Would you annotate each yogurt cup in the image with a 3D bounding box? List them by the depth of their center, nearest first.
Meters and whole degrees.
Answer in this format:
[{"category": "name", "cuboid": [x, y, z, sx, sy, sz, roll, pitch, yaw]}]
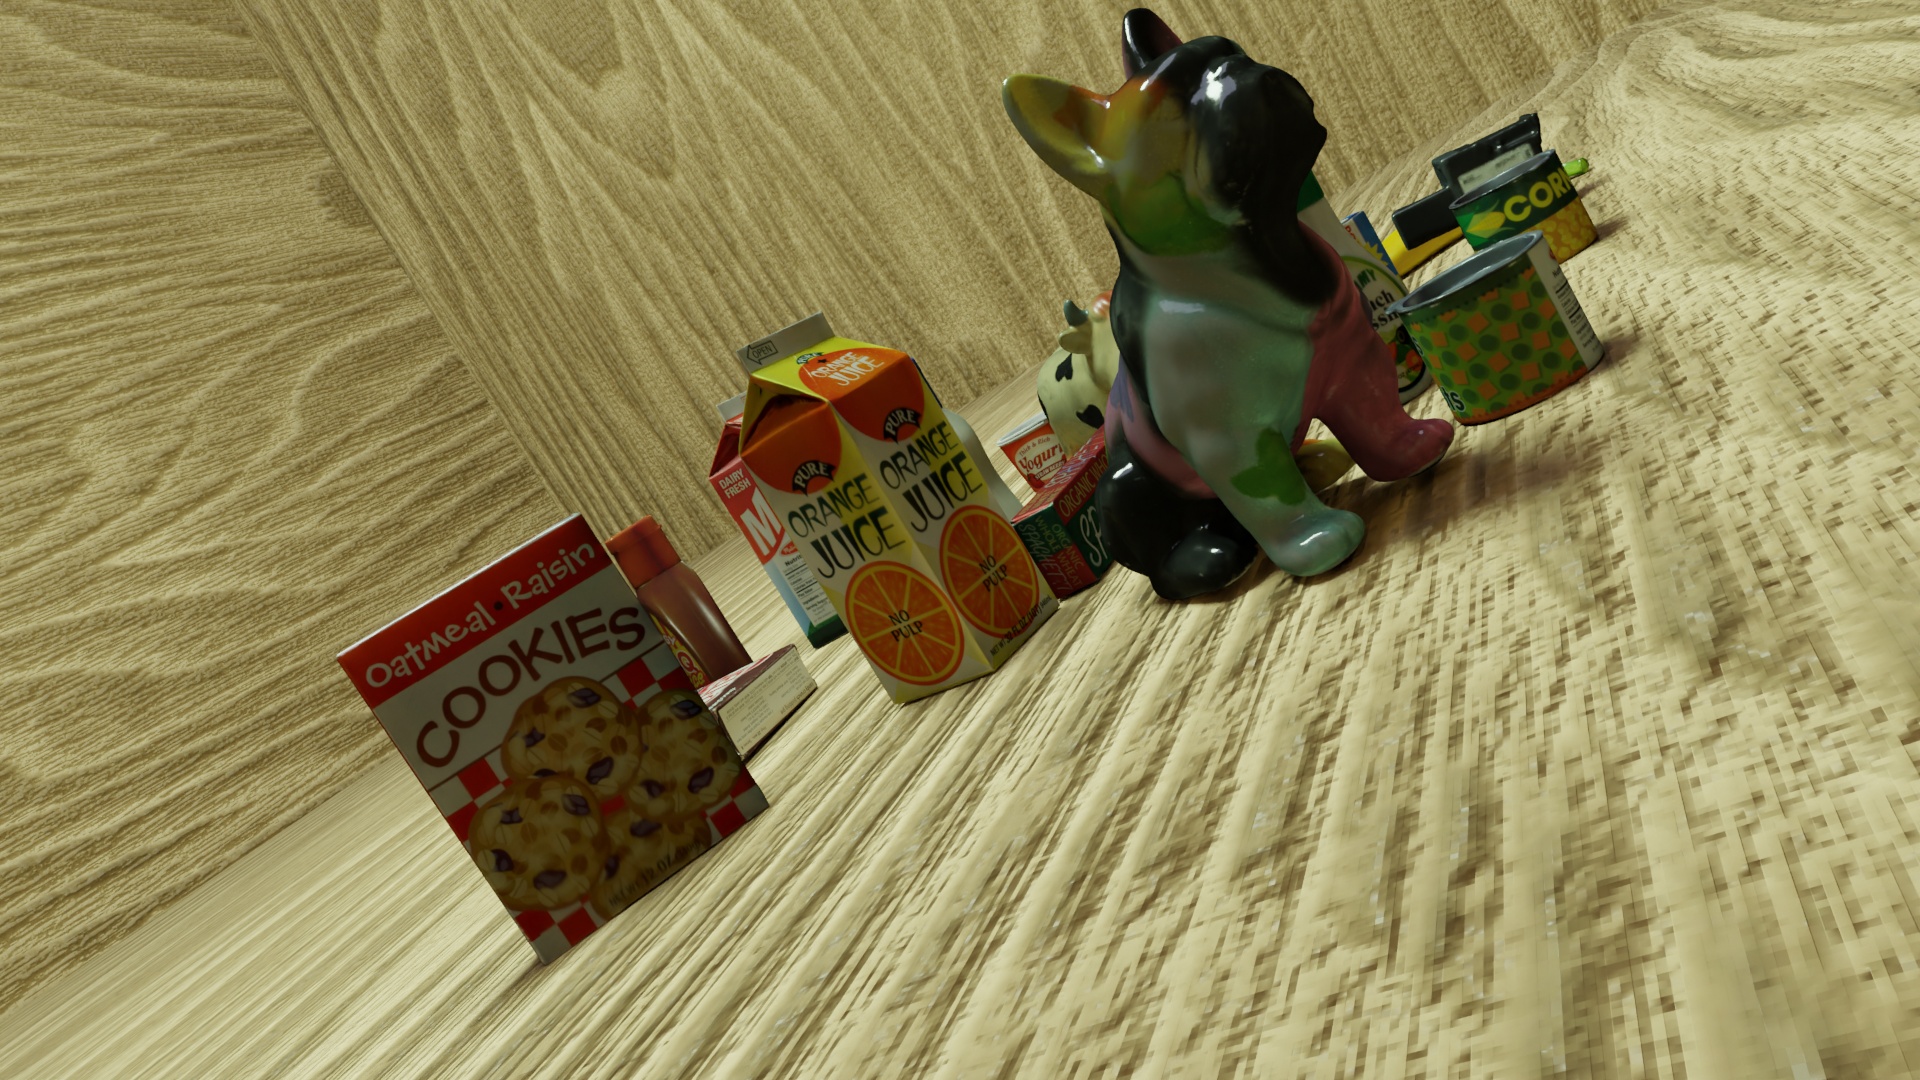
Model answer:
[{"category": "yogurt cup", "cuboid": [0.071, -0.075, 1.138, 0.072, 0.054, 0.072, -31, 7, 4]}]

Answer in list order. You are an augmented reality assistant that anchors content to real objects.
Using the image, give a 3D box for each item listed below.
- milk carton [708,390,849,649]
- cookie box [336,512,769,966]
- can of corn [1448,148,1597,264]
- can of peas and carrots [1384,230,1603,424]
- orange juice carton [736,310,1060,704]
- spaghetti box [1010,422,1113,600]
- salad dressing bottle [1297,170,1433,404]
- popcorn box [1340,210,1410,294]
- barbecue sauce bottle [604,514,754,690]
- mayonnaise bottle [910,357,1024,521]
[{"category": "milk carton", "cuboid": [-0.120, -0.024, 1.035, 0.073, 0.190, 0.072, -29, 7, 16]}, {"category": "cookie box", "cuboid": [-0.187, 0.089, 0.647, 0.123, 0.167, 0.040, -34, 7, -20]}, {"category": "can of corn", "cuboid": [0.338, -0.192, 0.830, 0.071, 0.058, 0.071, -31, 7, 4]}, {"category": "can of peas and carrots", "cuboid": [0.227, -0.089, 0.592, 0.071, 0.058, 0.071, -31, 7, 4]}, {"category": "orange juice carton", "cuboid": [-0.039, -0.022, 0.692, 0.073, 0.192, 0.072, -25, 9, 40]}, {"category": "spaghetti box", "cuboid": [0.090, -0.035, 0.818, 0.028, 0.050, 0.251, -28, 8, 28]}, {"category": "salad dressing bottle", "cuboid": [0.187, -0.135, 0.709, 0.064, 0.147, 0.044, -32, 7, -9]}, {"category": "popcorn box", "cuboid": [0.225, -0.148, 0.885, 0.038, 0.085, 0.126, -34, 8, -21]}, {"category": "barbecue sauce bottle", "cuboid": [-0.184, 0.054, 0.938, 0.044, 0.148, 0.064, -34, 8, -24]}, {"category": "mayonnaise bottle", "cuboid": [-0.007, -0.045, 0.884, 0.041, 0.148, 0.064, -37, 9, -38]}]
